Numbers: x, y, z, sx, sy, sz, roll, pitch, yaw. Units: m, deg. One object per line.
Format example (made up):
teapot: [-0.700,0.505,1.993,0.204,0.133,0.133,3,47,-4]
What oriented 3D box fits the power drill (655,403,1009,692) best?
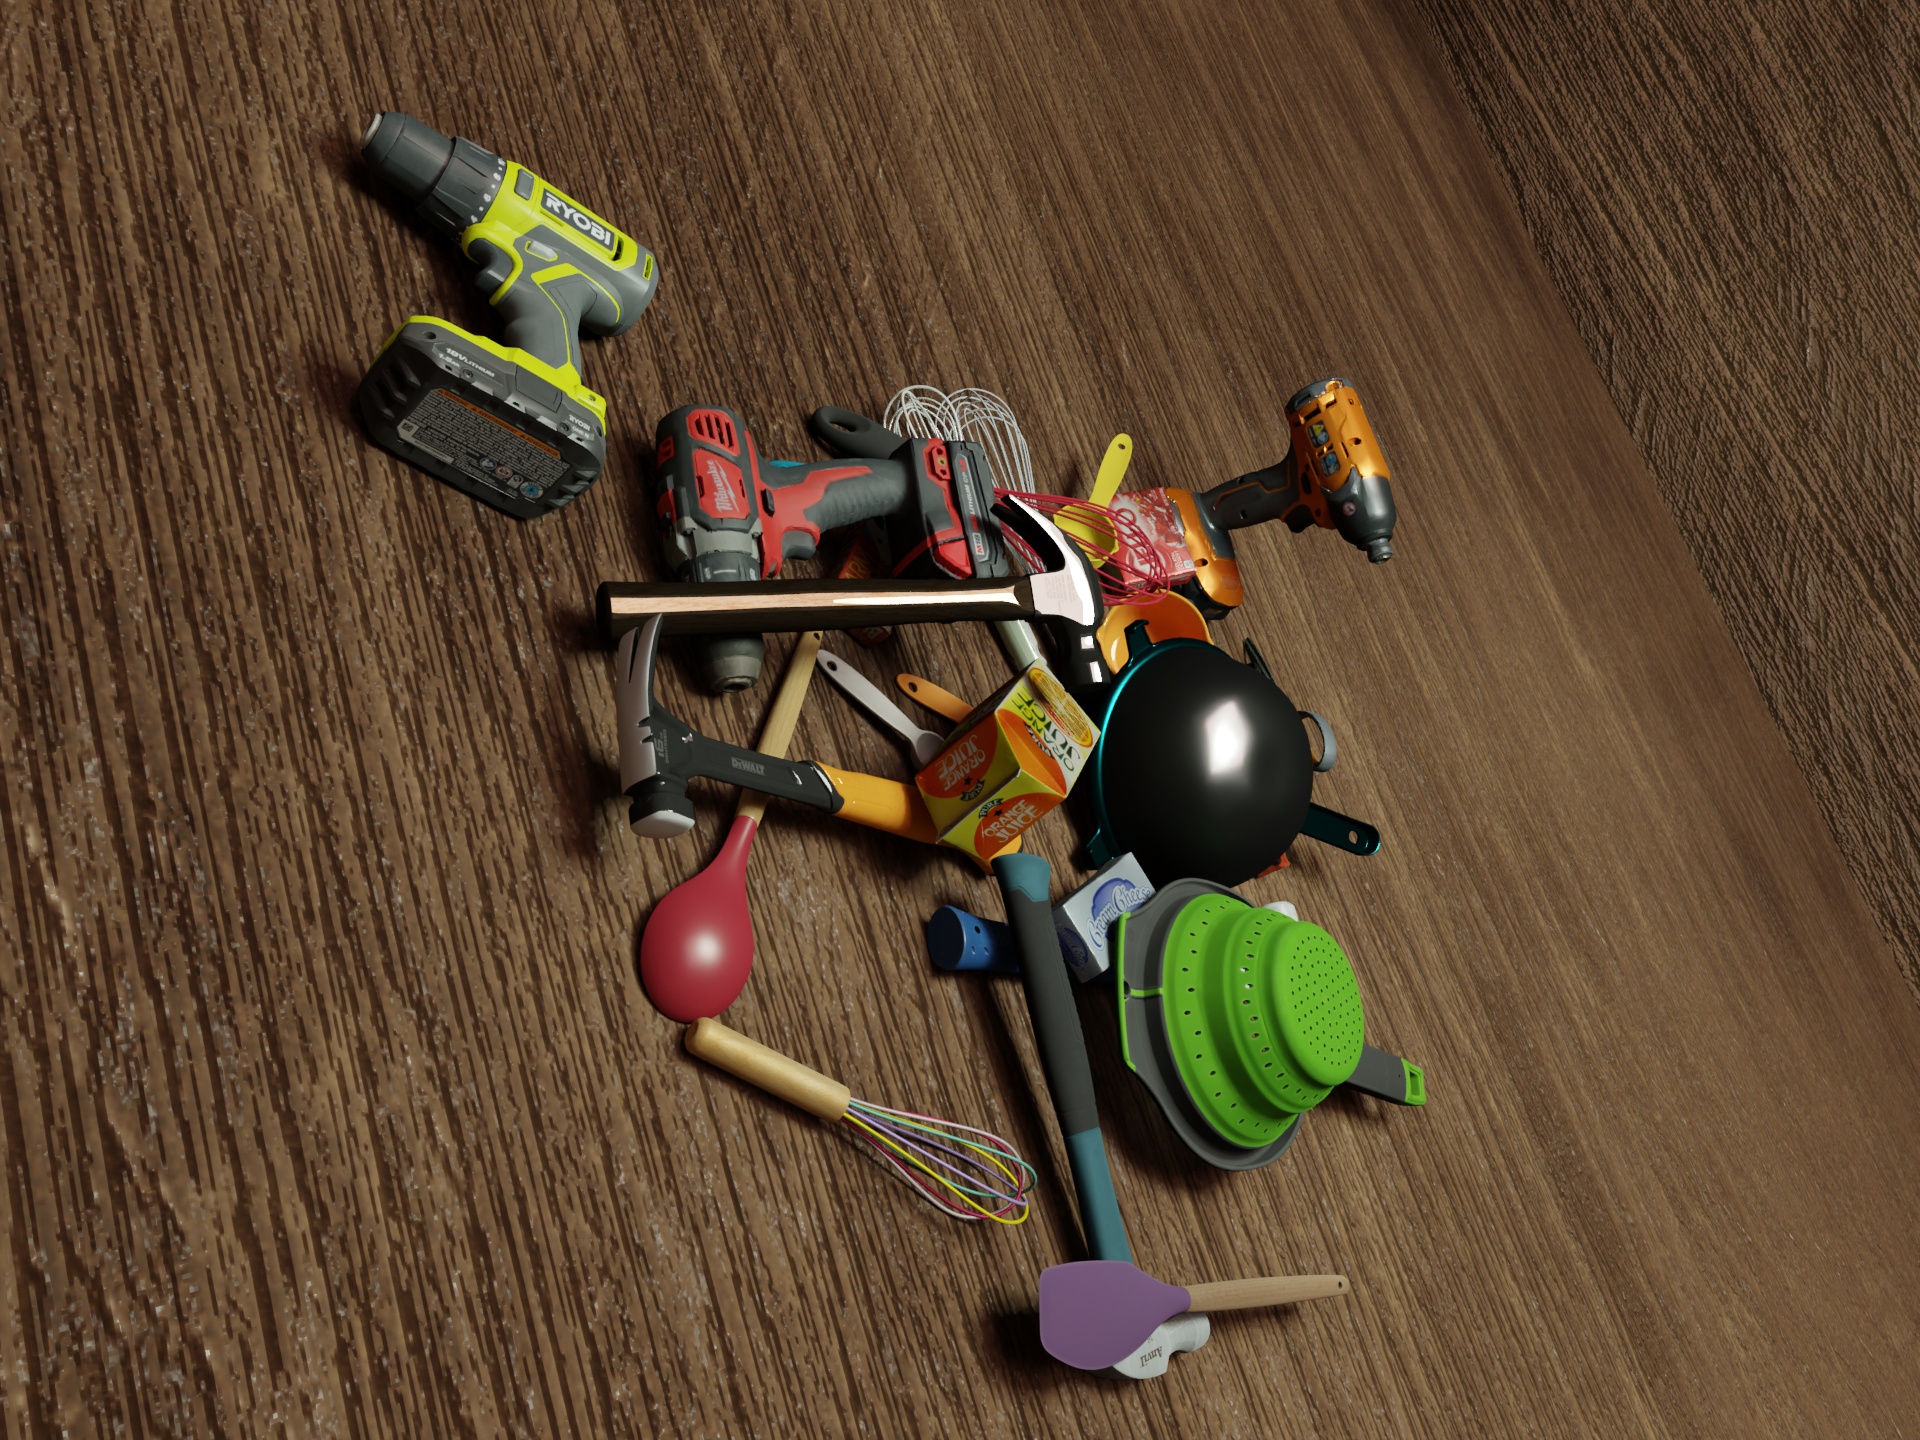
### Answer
power drill: [-0.086,-0.109,1.043,0.226,0.080,0.188,0,70,-30]

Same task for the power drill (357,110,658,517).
power drill: [-0.281,-0.251,0.952,0.190,0.080,0.229,28,44,-34]

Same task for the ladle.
ladle: [-0.123,0.045,0.964,0.069,0.031,0.316,40,39,-24]

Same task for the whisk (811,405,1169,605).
whisk: [0.024,-0.162,1.182,0.296,0.073,0.073,26,43,-2]

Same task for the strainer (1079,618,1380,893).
strainer: [0.249,0.058,1.247,0.340,0.095,0.211,20,76,-36]

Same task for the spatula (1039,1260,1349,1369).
spatula: [0.155,0.366,1.001,0.315,0.018,0.060,14,68,-43]

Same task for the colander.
colander: [0.266,0.226,1.145,0.396,0.094,0.205,25,55,-41]

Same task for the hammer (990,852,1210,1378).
hammer: [0.073,0.245,1.004,0.128,0.033,0.331,-2,75,-48]

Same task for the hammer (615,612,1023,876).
hammer: [-0.073,0.039,0.985,0.336,0.034,0.127,21,51,-48]

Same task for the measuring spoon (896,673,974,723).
measuring spoon: [-0.002,-0.004,1.148,0.116,0.011,0.021,29,49,-28]

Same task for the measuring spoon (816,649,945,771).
measuring spoon: [-0.055,-0.003,1.087,0.124,0.018,0.034,42,40,-10]

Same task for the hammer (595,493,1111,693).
hammer: [-0.060,-0.075,0.987,0.331,0.031,0.130,-4,79,-26]

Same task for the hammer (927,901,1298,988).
hammer: [0.136,0.182,1.149,0.405,0.035,0.144,15,55,-42]

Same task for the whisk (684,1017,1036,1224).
whisk: [-0.051,0.229,0.903,0.244,0.051,0.047,33,49,-25]

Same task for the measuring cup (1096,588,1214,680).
measuring cup: [0.151,-0.018,1.292,0.095,0.052,0.174,6,80,1]

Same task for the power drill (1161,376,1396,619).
power drill: [0.272,-0.173,1.391,0.084,0.226,0.164,3,63,-47]

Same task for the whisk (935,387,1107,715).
whisk: [0.054,-0.134,1.267,0.070,0.070,0.284,-18,84,-52]

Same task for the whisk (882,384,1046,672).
whisk: [0.007,-0.146,1.228,0.246,0.059,0.058,65,10,2]

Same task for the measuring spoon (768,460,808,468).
measuring spoon: [-0.088,-0.169,1.163,0.128,0.021,0.042,6,41,-36]

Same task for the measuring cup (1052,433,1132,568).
measuring cup: [0.117,-0.188,1.365,0.062,0.029,0.157,28,54,-5]
